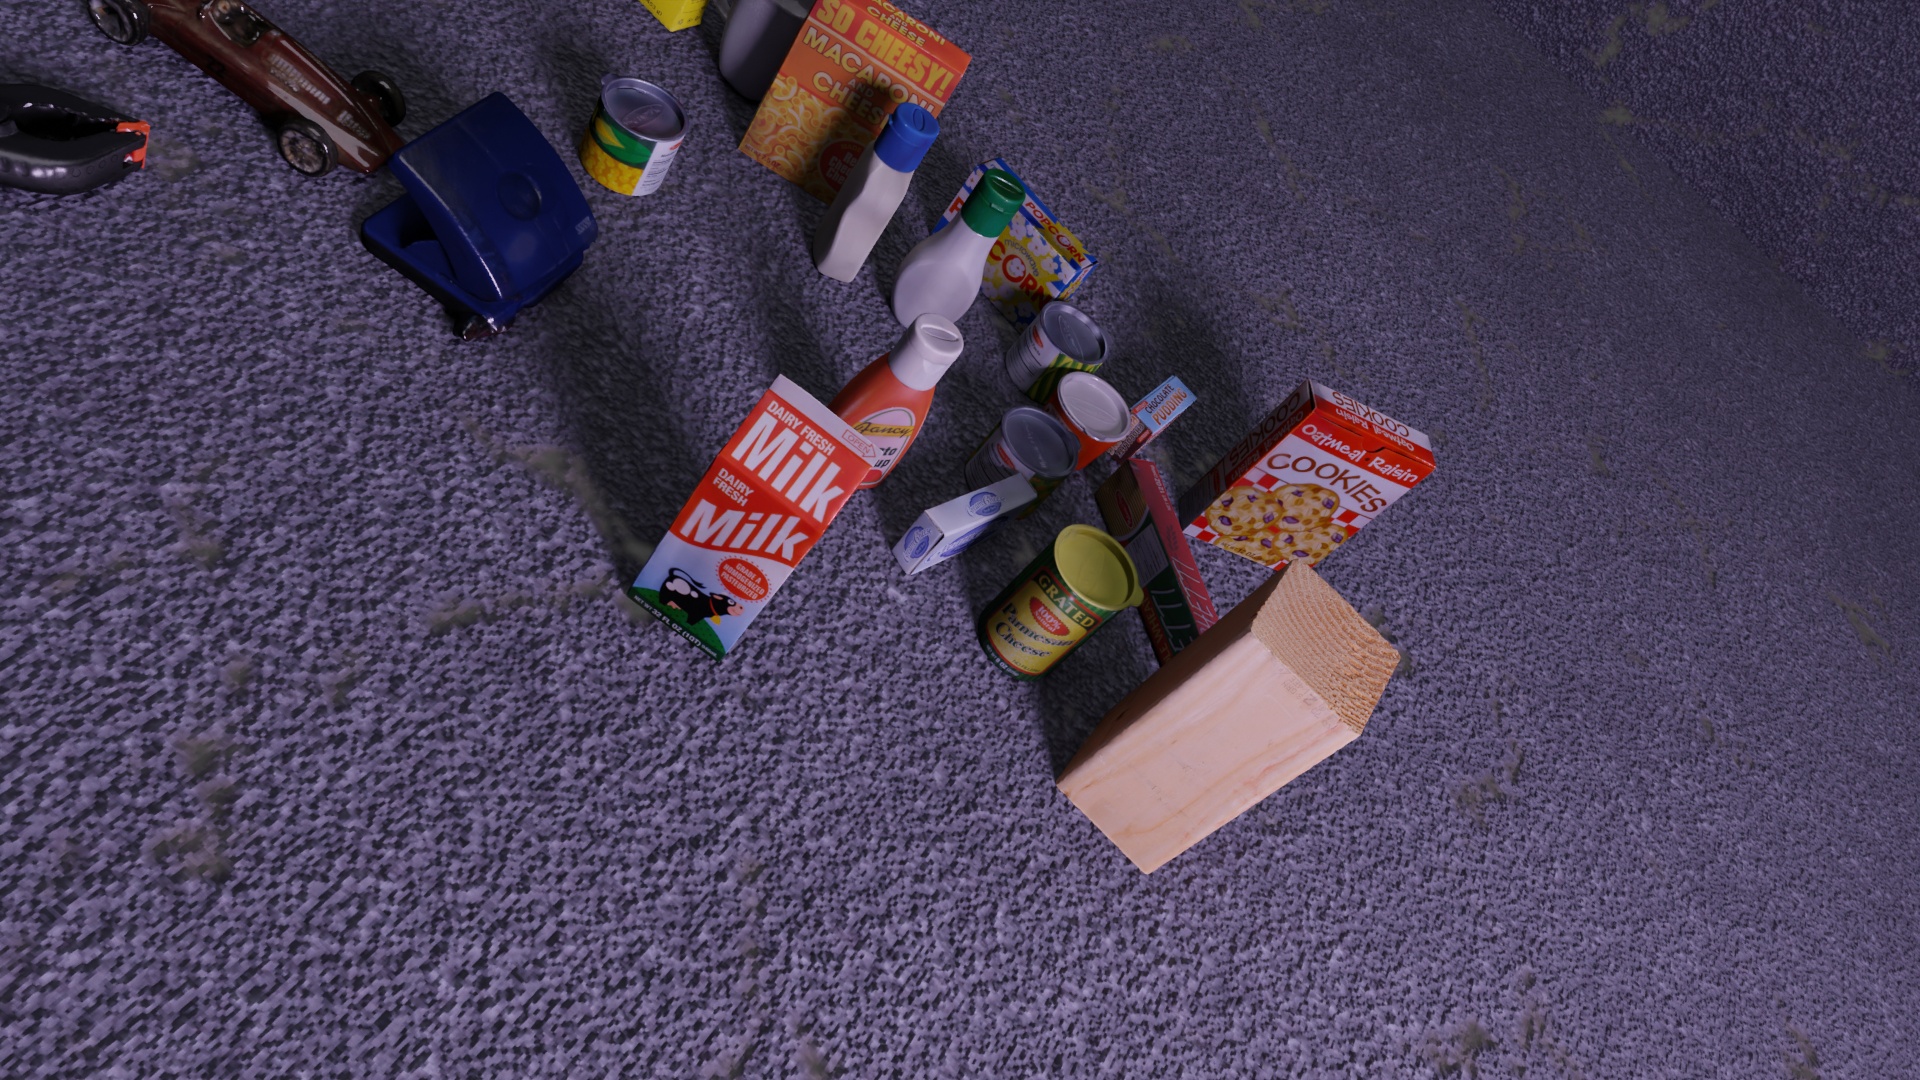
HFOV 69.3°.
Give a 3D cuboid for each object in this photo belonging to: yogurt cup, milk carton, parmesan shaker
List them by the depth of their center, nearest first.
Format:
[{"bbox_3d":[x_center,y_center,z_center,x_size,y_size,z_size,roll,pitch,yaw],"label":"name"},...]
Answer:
[{"bbox_3d":[-0.115,-0.017,0.798,0.072,0.189,0.074,37,43,-6],"label":"milk carton"},{"bbox_3d":[0.066,0.046,0.940,0.071,0.102,0.072,19,48,-22],"label":"parmesan shaker"},{"bbox_3d":[0.094,-0.093,1.106,0.072,0.053,0.073,19,48,-22],"label":"yogurt cup"}]

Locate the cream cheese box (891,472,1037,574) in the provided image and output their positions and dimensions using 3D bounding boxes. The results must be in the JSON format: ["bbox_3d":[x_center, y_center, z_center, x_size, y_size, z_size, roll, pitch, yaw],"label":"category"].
[{"bbox_3d":[0.003,-0.012,0.978,0.104,0.053,0.024,-24,72,-44],"label":"cream cheese box"}]

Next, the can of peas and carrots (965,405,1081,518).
[{"bbox_3d":[0.047,-0.058,1.042,0.071,0.058,0.071,19,48,-22],"label":"can of peas and carrots"}]

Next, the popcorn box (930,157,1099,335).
[{"bbox_3d":[0.044,-0.247,1.171,0.127,0.084,0.038,48,43,7],"label":"popcorn box"}]

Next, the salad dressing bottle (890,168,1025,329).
[{"bbox_3d":[-0.002,-0.222,1.073,0.064,0.147,0.044,25,46,-17],"label":"salad dressing bottle"}]

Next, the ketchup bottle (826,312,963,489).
[{"bbox_3d":[-0.050,-0.093,0.935,0.065,0.148,0.044,10,52,-30],"label":"ketchup bottle"}]

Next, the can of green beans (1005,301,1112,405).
[{"bbox_3d":[0.079,-0.153,1.141,0.071,0.057,0.071,19,48,-22],"label":"can of green beans"}]

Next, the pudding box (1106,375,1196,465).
[{"bbox_3d":[0.157,-0.101,1.161,0.030,0.049,0.084,47,43,5],"label":"pudding box"}]

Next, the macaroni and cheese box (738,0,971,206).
[{"bbox_3d":[-0.086,-0.347,1.099,0.124,0.165,0.040,29,45,-13],"label":"macaroni and cheese box"}]

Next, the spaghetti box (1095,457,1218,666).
[{"bbox_3d":[0.162,0.054,1.041,0.029,0.050,0.251,3,55,-34],"label":"spaghetti box"}]

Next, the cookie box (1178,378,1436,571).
[{"bbox_3d":[0.275,-0.044,1.114,0.123,0.166,0.040,21,47,-21],"label":"cookie box"}]

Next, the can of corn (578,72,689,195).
[{"bbox_3d":[-0.244,-0.300,1.027,0.071,0.058,0.071,19,48,-22],"label":"can of corn"}]

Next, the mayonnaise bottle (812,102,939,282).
[{"bbox_3d":[-0.066,-0.268,1.063,0.041,0.147,0.065,18,48,-24],"label":"mayonnaise bottle"}]
